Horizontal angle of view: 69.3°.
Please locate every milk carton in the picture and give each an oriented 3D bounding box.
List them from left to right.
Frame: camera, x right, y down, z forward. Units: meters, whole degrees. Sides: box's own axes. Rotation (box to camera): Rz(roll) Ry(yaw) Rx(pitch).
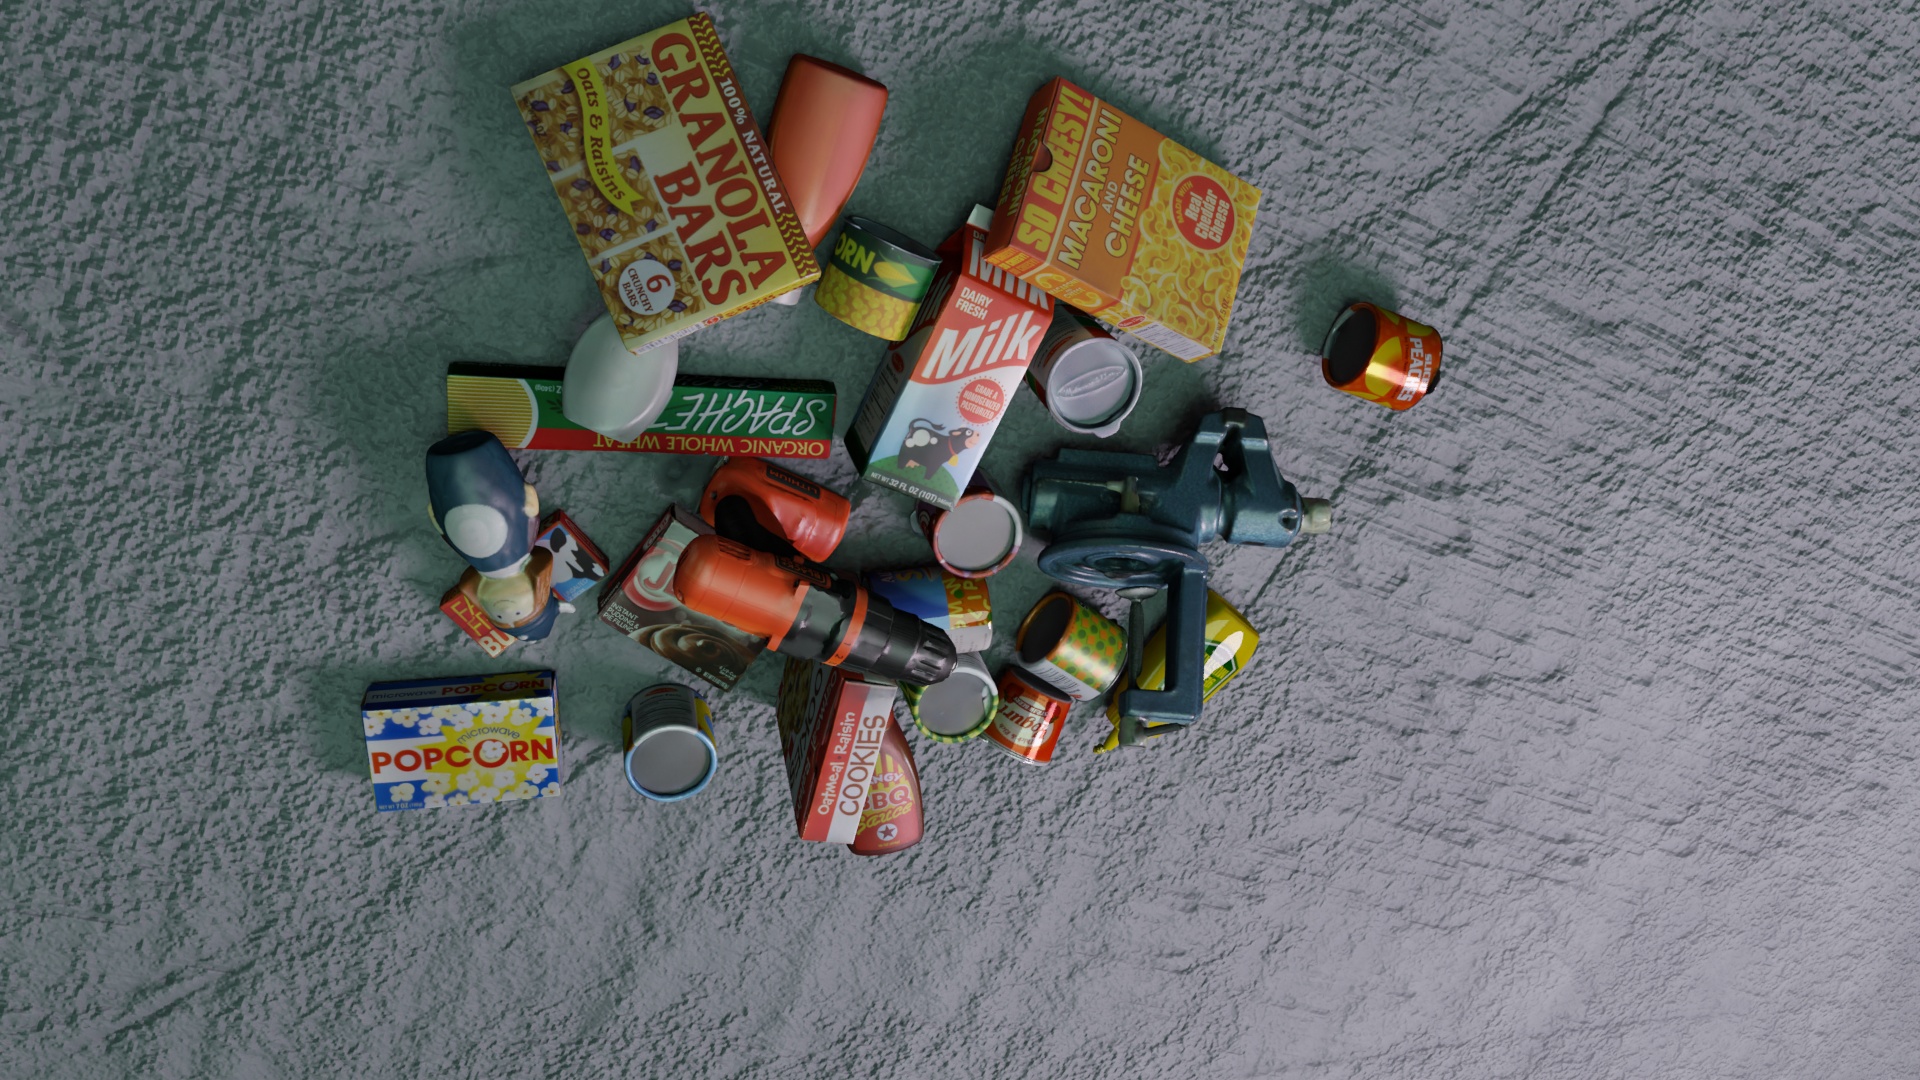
[{"bbox_3d":[-0.002,-0.124,0.924,0.072,0.074,0.190,20,107,-22],"label":"milk carton"}]

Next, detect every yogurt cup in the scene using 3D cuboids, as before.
[{"bbox_3d":[0.050,0.133,1.064,0.072,0.072,0.054,24,99,-23],"label":"yogurt cup"}]

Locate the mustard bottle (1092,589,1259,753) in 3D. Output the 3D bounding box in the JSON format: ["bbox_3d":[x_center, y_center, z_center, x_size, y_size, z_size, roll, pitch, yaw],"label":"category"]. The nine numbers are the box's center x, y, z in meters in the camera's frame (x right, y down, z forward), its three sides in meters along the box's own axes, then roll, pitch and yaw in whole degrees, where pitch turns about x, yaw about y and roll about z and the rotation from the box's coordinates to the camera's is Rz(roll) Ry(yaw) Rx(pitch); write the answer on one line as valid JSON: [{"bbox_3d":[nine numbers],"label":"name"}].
[{"bbox_3d":[0.162,0.114,1.091,0.065,0.049,0.160,36,101,-24],"label":"mustard bottle"}]

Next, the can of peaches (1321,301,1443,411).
[{"bbox_3d":[0.305,-0.132,1.003,0.058,0.071,0.071,16,109,-20],"label":"can of peaches"}]

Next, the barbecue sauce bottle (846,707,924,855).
[{"bbox_3d":[-0.065,0.168,1.060,0.065,0.044,0.147,-9,116,-9],"label":"barbecue sauce bottle"}]

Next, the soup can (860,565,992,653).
[{"bbox_3d":[-0.026,0.050,1.005,0.084,0.071,0.071,-7,116,-13],"label":"soup can"}]

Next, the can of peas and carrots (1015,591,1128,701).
[{"bbox_3d":[0.084,0.077,1.046,0.058,0.071,0.071,32,103,-25],"label":"can of peas and carrots"}]

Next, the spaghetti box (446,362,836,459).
[{"bbox_3d":[-0.206,-0.084,0.914,0.250,0.029,0.050,1,115,-15],"label":"spaghetti box"}]

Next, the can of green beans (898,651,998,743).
[{"bbox_3d":[-0.010,0.109,1.039,0.071,0.058,0.071,-6,116,-12],"label":"can of green beans"}]

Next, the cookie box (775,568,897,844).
[{"bbox_3d":[-0.090,0.109,0.955,0.040,0.168,0.122,9,112,-18],"label":"cookie box"}]

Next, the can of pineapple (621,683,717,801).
[{"bbox_3d":[-0.210,0.148,1.004,0.071,0.058,0.070,-6,116,-12],"label":"can of pineapple"}]

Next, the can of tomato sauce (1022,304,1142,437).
[{"bbox_3d":[0.079,-0.116,0.943,0.071,0.083,0.071,-6,116,-12],"label":"can of tomato sauce"}]

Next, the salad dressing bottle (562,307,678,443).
[{"bbox_3d":[-0.197,-0.136,0.864,0.064,0.044,0.147,24,89,-5],"label":"salad dressing bottle"}]

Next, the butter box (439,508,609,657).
[{"bbox_3d":[-0.296,0.030,0.945,0.103,0.024,0.053,-35,118,3],"label":"butter box"}]

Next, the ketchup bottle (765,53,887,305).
[{"bbox_3d":[-0.097,-0.223,0.870,0.065,0.044,0.148,15,110,-18],"label":"ketchup bottle"}]

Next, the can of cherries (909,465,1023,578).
[{"bbox_3d":[0.004,-0.012,0.986,0.071,0.058,0.071,-6,116,-13],"label":"can of cherries"}]

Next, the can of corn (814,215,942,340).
[{"bbox_3d":[-0.056,-0.169,0.892,0.071,0.071,0.058,19,109,-22],"label":"can of corn"}]

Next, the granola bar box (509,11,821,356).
[{"bbox_3d":[-0.172,-0.209,0.823,0.124,0.039,0.165,-24,94,-5],"label":"granola bar box"}]

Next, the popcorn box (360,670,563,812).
[{"bbox_3d":[-0.347,0.140,0.975,0.127,0.038,0.084,-3,115,-13],"label":"popcorn box"}]

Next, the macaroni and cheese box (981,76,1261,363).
[{"bbox_3d":[0.108,-0.206,0.903,0.166,0.040,0.124,22,75,-23],"label":"macaroni and cheese box"}]
